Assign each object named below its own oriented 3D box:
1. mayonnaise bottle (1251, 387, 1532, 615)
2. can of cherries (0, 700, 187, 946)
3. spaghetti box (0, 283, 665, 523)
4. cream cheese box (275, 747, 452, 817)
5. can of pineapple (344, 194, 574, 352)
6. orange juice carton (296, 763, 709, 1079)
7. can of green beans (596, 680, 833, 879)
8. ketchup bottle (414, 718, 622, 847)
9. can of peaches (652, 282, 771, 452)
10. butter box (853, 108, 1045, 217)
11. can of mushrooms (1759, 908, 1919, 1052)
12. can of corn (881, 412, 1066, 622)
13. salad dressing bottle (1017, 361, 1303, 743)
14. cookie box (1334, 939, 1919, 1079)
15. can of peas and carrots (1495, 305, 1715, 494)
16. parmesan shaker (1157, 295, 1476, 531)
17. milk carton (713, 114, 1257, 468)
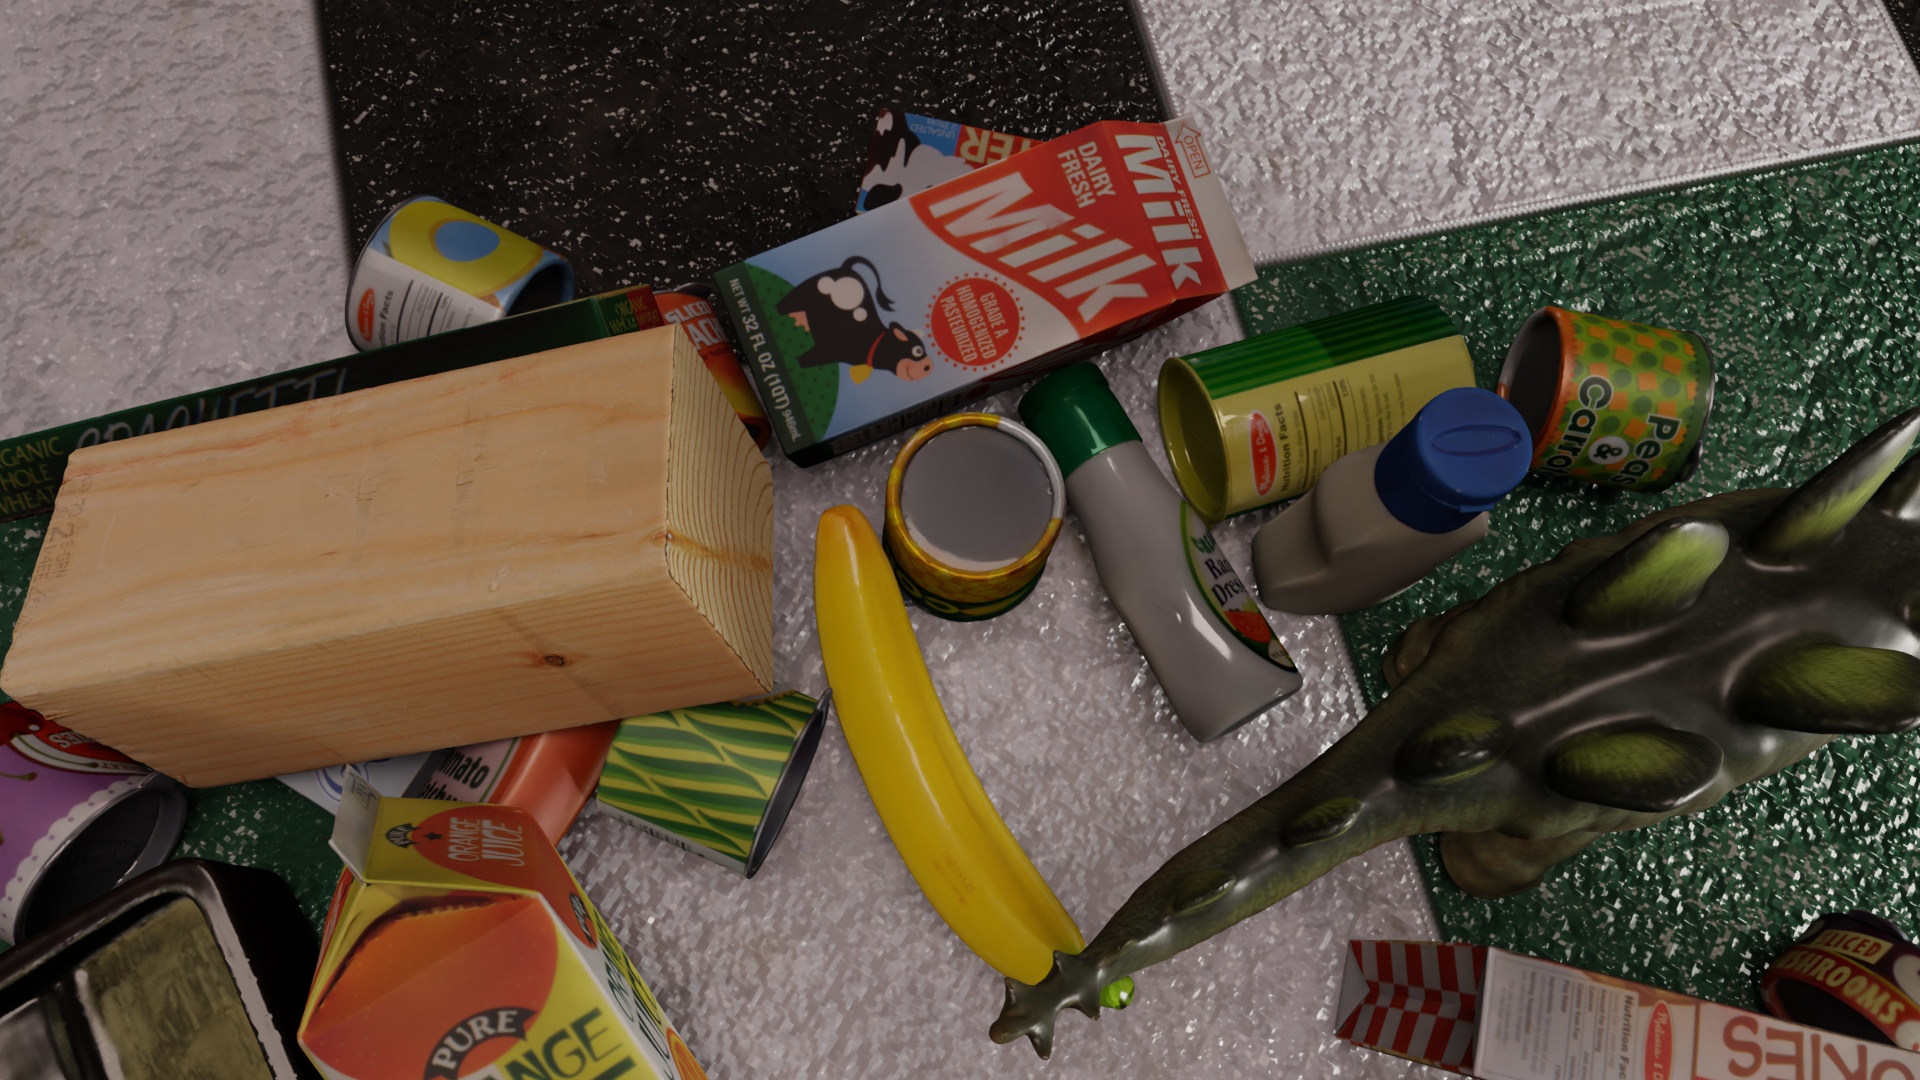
[{"bbox_3d":[0.150,-0.009,0.485,0.065,0.147,0.041,-5,74,-6],"label":"mayonnaise bottle"},{"bbox_3d":[-0.306,0.093,0.464,0.058,0.071,0.072,30,74,6],"label":"can of cherries"},{"bbox_3d":[-0.226,-0.046,0.483,0.250,0.050,0.028,-11,103,11],"label":"spaghetti box"},{"bbox_3d":[-0.200,0.052,0.506,0.053,0.024,0.104,29,73,7],"label":"cream cheese box"},{"bbox_3d":[-0.188,-0.091,0.530,0.058,0.070,0.071,25,73,3],"label":"can of pineapple"},{"bbox_3d":[-0.131,0.153,0.414,0.073,0.072,0.192,-31,106,-12],"label":"orange juice carton"},{"bbox_3d":[-0.086,0.076,0.485,0.058,0.071,0.071,23,73,4],"label":"can of green beans"},{"bbox_3d":[-0.144,0.066,0.489,0.043,0.064,0.149,46,66,-33],"label":"ketchup bottle"},{"bbox_3d":[-0.110,-0.053,0.522,0.071,0.071,0.058,-25,77,-11],"label":"can of peaches"},{"bbox_3d":[0.011,-0.143,0.581,0.103,0.024,0.053,12,73,0],"label":"butter box"},{"bbox_3d":[0.318,0.165,0.485,0.033,0.071,0.071,-36,79,-11],"label":"can of mushrooms"},{"bbox_3d":[0.002,-0.007,0.521,0.071,0.058,0.071,1,73,-4],"label":"can of corn"},{"bbox_3d":[0.071,0.002,0.523,0.044,0.064,0.148,-36,73,23],"label":"salad dressing bottle"},{"bbox_3d":[0.224,0.169,0.448,0.167,0.122,0.040,14,74,0],"label":"cookie box"},{"bbox_3d":[0.251,-0.054,0.548,0.059,0.070,0.071,11,73,0],"label":"can of peas and carrots"},{"bbox_3d":[0.137,-0.050,0.542,0.103,0.071,0.071,-16,75,-9],"label":"parmesan shaker"},{"bbox_3d":[0.013,-0.096,0.524,0.191,0.073,0.072,-21,89,-3],"label":"milk carton"}]
